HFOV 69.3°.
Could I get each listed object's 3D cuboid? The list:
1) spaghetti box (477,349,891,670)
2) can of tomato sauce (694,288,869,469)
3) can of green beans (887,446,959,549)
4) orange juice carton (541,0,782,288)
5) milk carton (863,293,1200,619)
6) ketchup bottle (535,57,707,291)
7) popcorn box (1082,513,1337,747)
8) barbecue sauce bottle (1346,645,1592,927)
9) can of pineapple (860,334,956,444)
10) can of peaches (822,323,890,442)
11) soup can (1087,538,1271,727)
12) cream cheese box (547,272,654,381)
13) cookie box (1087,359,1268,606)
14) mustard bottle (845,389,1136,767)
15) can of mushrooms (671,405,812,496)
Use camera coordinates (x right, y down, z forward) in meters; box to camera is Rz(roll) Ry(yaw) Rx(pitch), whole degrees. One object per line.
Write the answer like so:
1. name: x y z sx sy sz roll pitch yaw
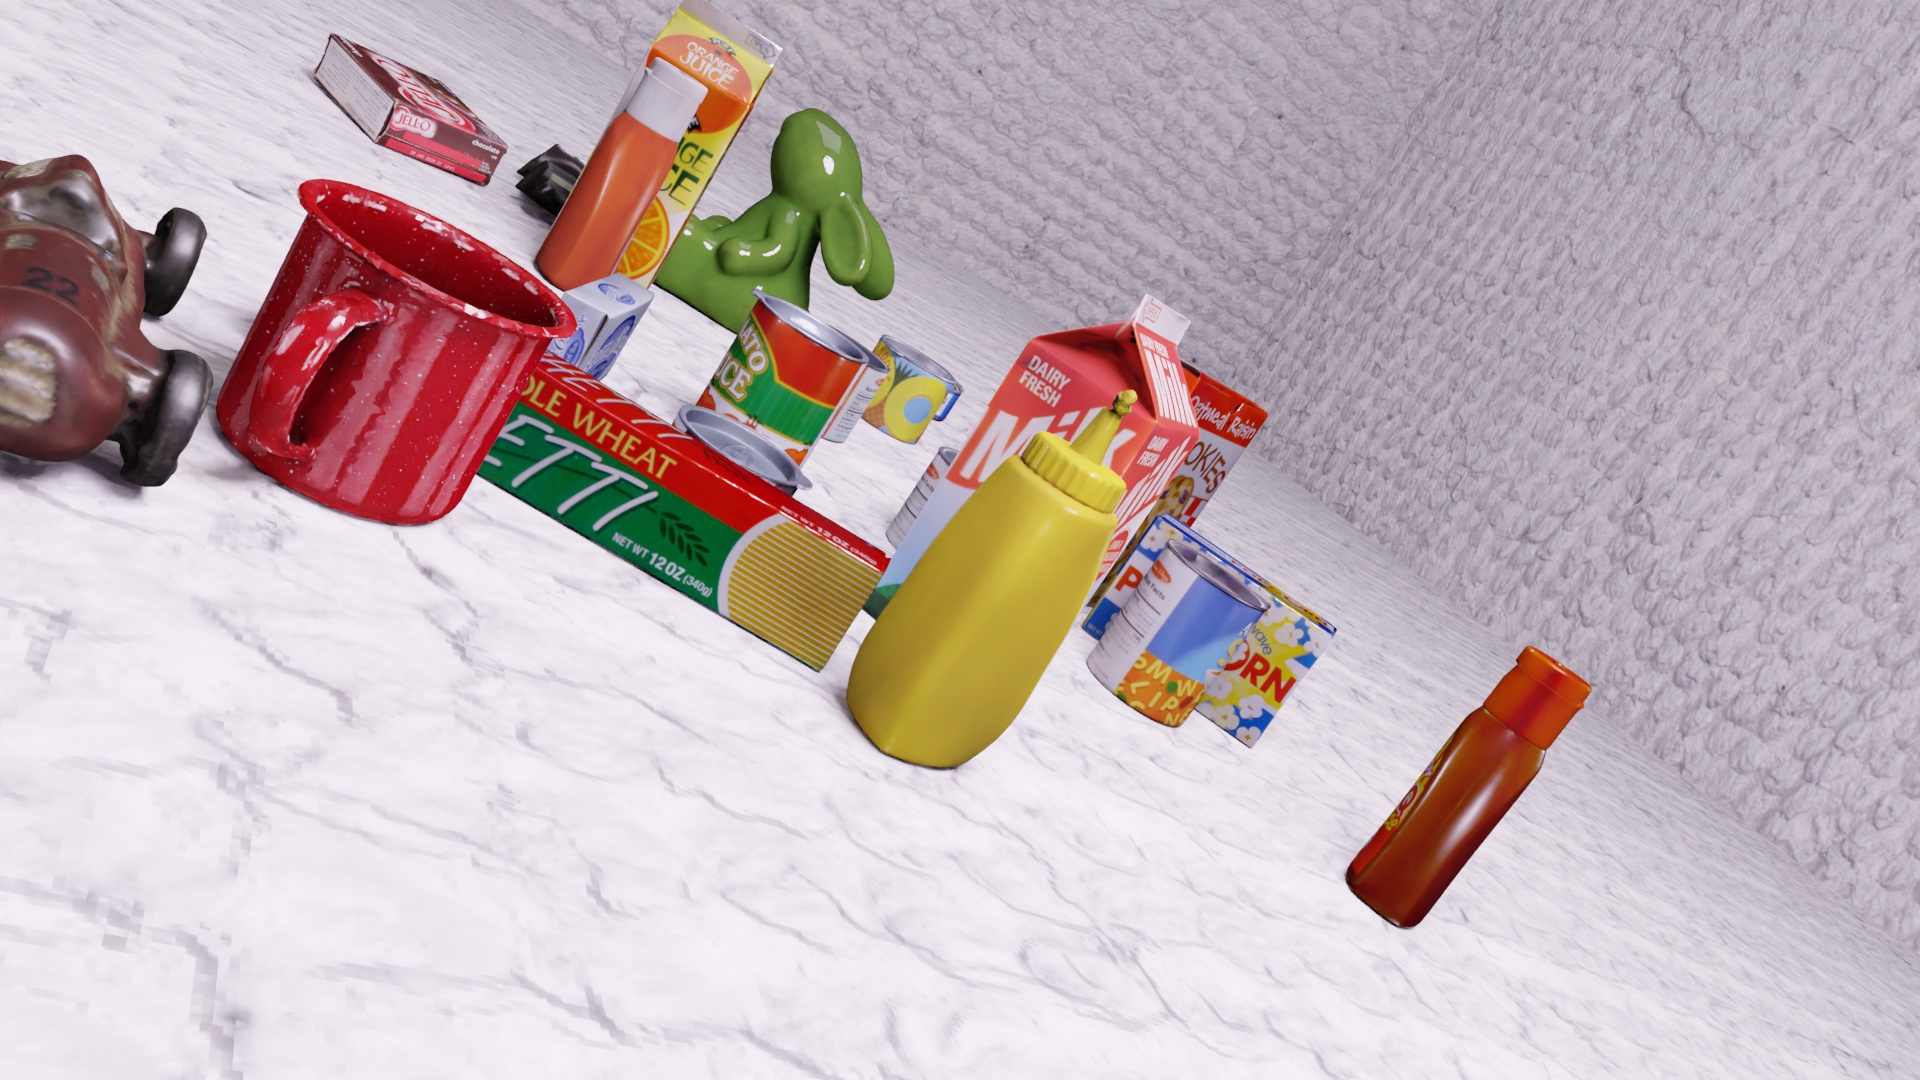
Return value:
1. spaghetti box: -0.146 -0.034 0.534 0.250 0.050 0.029 31 13 -8
2. can of tomato sauce: -0.099 -0.079 0.733 0.071 0.083 0.071 31 13 -8
3. can of green beans: 0.001 -0.011 0.779 0.071 0.057 0.071 31 13 -8
4. orange juice carton: -0.196 -0.261 0.923 0.072 0.192 0.073 30 13 -14
5. milk carton: 0.043 -0.026 0.639 0.073 0.190 0.072 38 13 20
6. ketchup bottle: -0.208 -0.222 0.853 0.043 0.148 0.065 25 15 -33
7. popcorn box: 0.149 0.053 0.839 0.127 0.085 0.038 35 13 10
8. barbecue sauce bottle: 0.253 0.122 0.692 0.044 0.148 0.065 38 13 19
9. can of pineapple: -0.047 -0.114 1.041 0.071 0.057 0.071 31 13 -8
10. can of peaches: -0.091 -0.106 0.910 0.071 0.058 0.071 31 13 -8
11. soup can: 0.122 0.053 0.776 0.071 0.083 0.071 31 13 -8
12. cream cheese box: -0.182 -0.099 0.678 0.024 0.053 0.104 31 13 -9
13. cookie box: 0.120 -0.033 0.899 0.040 0.167 0.123 40 14 29
14. mustard bottle: 0.020 0.010 0.518 0.065 0.160 0.049 20 18 -46
15. can of mushrooms: -0.107 -0.031 0.650 0.071 0.033 0.071 31 13 -8
